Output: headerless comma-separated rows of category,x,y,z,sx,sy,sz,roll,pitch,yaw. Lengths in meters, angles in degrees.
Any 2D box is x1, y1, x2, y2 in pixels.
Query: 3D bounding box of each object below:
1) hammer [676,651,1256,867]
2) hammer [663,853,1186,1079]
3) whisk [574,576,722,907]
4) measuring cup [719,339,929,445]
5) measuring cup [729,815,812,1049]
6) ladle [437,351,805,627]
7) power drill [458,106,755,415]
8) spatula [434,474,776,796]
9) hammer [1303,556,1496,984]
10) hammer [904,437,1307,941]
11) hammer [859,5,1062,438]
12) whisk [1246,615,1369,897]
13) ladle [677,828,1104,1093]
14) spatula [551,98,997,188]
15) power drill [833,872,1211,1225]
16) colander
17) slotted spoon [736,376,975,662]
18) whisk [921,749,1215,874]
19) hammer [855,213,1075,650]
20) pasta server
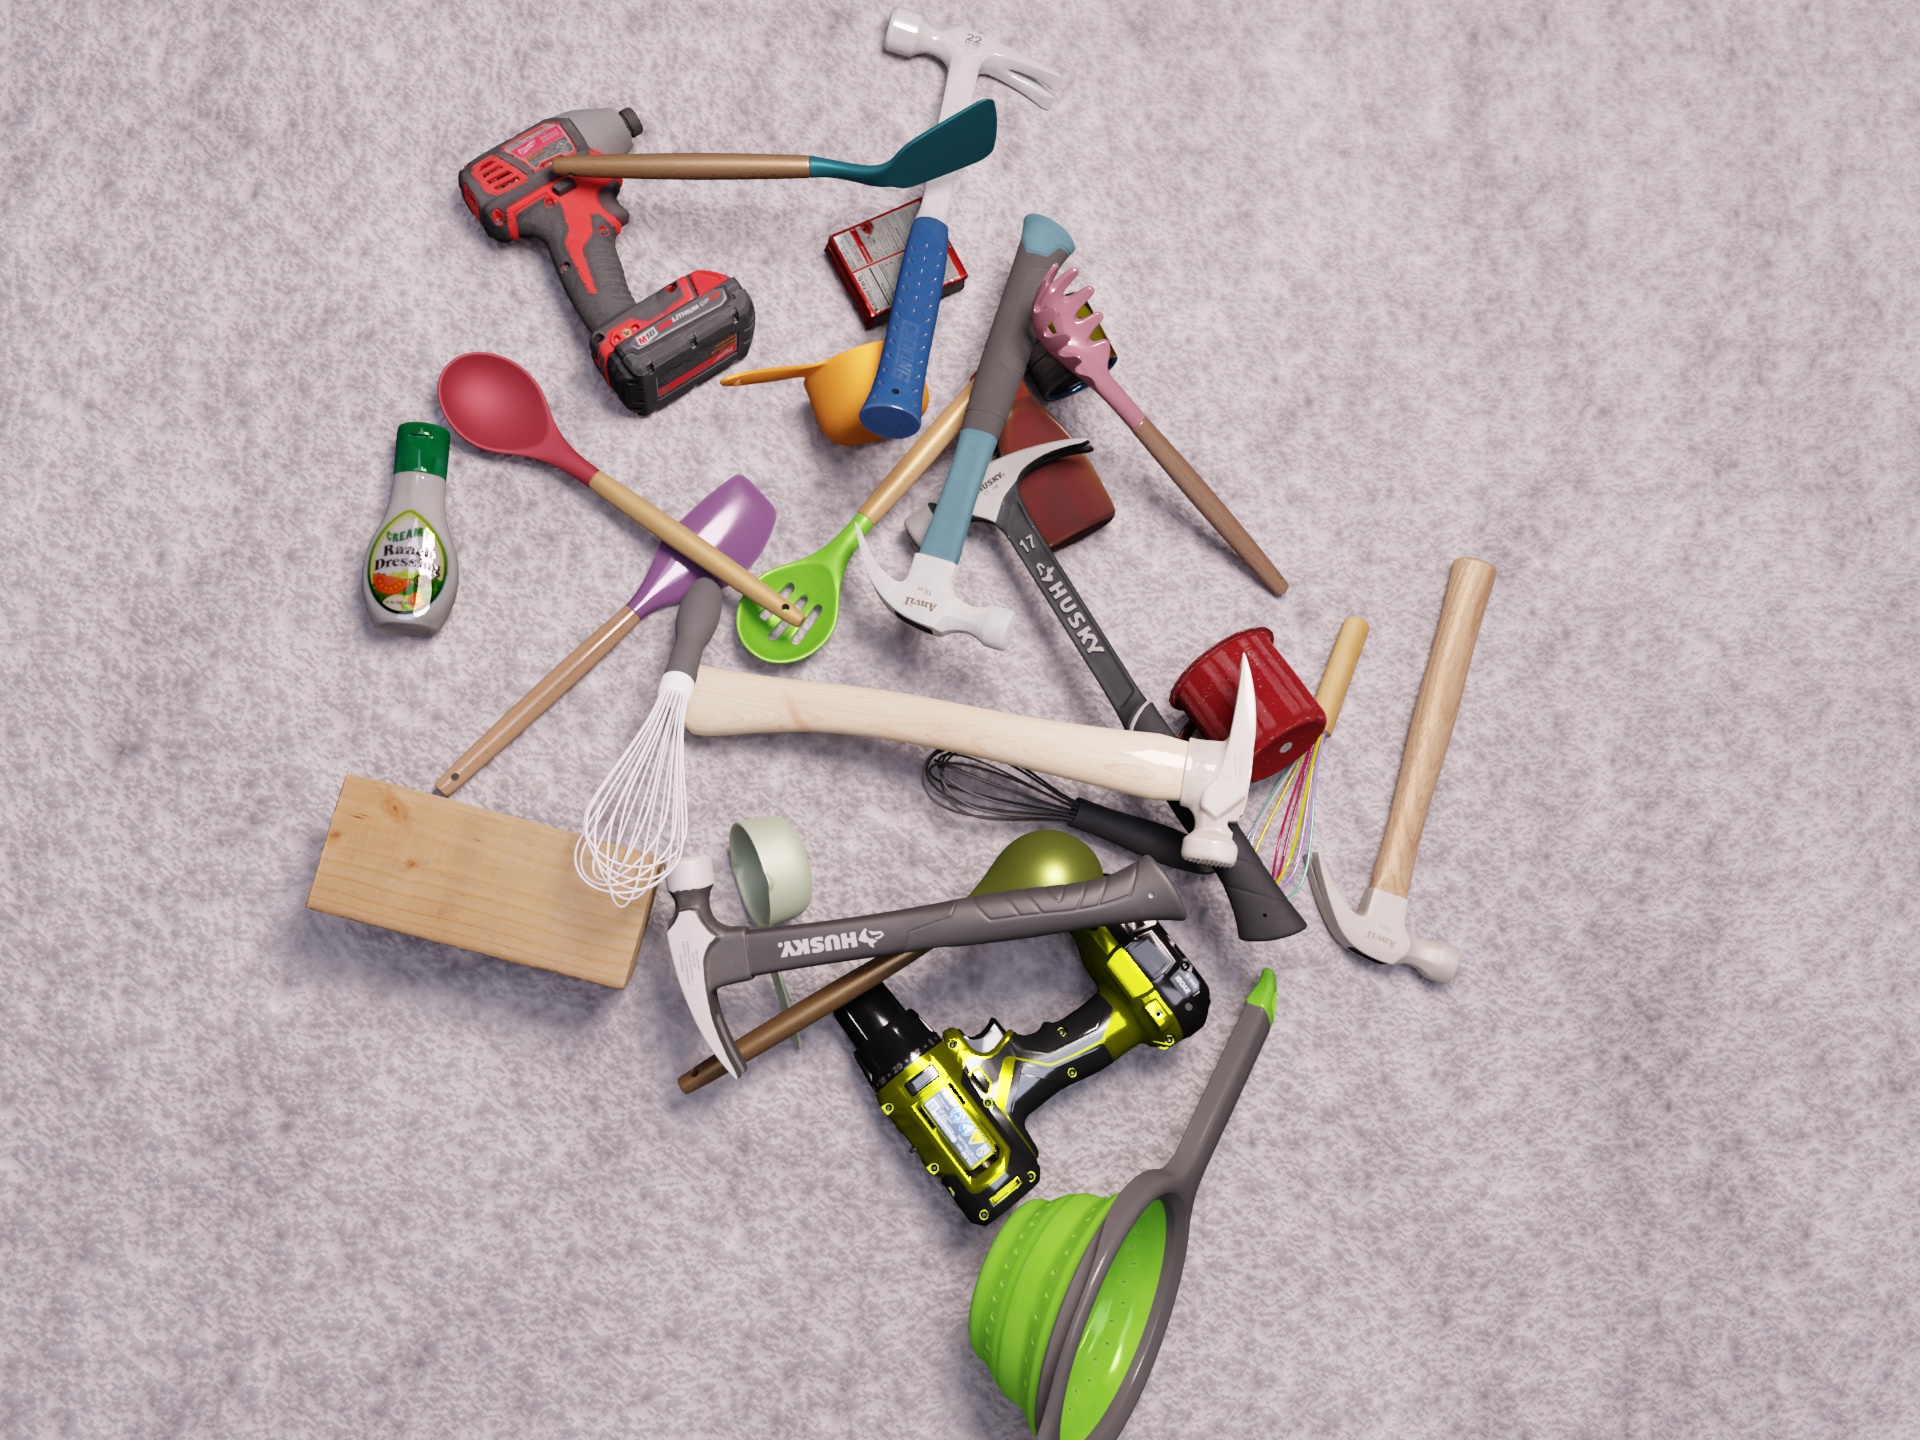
hammer,-0.002,-0.004,1.112,0.410,0.038,0.146,9,82,8
hammer,-0.021,0.140,1.035,0.335,0.035,0.146,-8,89,3
whisk,-0.197,0.004,1.063,0.070,0.070,0.285,15,47,-7
measuring cup,-0.096,-0.230,1.146,0.173,0.095,0.052,-17,85,-43
measuring cup,-0.120,0.146,1.109,0.038,0.083,0.167,-17,99,-24
ladle,-0.242,-0.161,1.145,0.315,0.031,0.069,35,75,3
power drill,-0.252,-0.349,1.172,0.143,0.078,0.220,-35,84,-14
spatula,-0.252,-0.058,1.142,0.316,0.018,0.059,-45,99,-15
hammer,0.356,0.026,1.229,0.130,0.031,0.331,20,76,-6
hammer,0.123,-0.020,1.140,0.149,0.036,0.409,-34,78,9
hammer,-0.014,-0.374,1.182,0.144,0.035,0.406,14,60,-9
whisk,0.267,0.028,1.205,0.051,0.047,0.245,21,72,11
ladle,-0.046,0.171,1.080,0.320,0.062,0.078,-31,51,-1
spatula,-0.133,-0.405,1.135,0.317,0.082,0.044,0,83,1
power drill,0.040,0.209,1.114,0.228,0.080,0.191,-36,78,-12
colander,0.108,0.326,1.094,0.094,0.204,0.397,16,56,28
slotted spoon,-0.052,-0.167,1.175,0.070,0.031,0.314,39,83,4
whisk,0.084,0.070,1.166,0.239,0.055,0.055,20,76,-10
hammer,0.019,-0.218,1.151,0.128,0.033,0.331,15,76,10
pasta server,0.153,-0.205,1.177,0.316,0.040,0.060,44,48,-23
